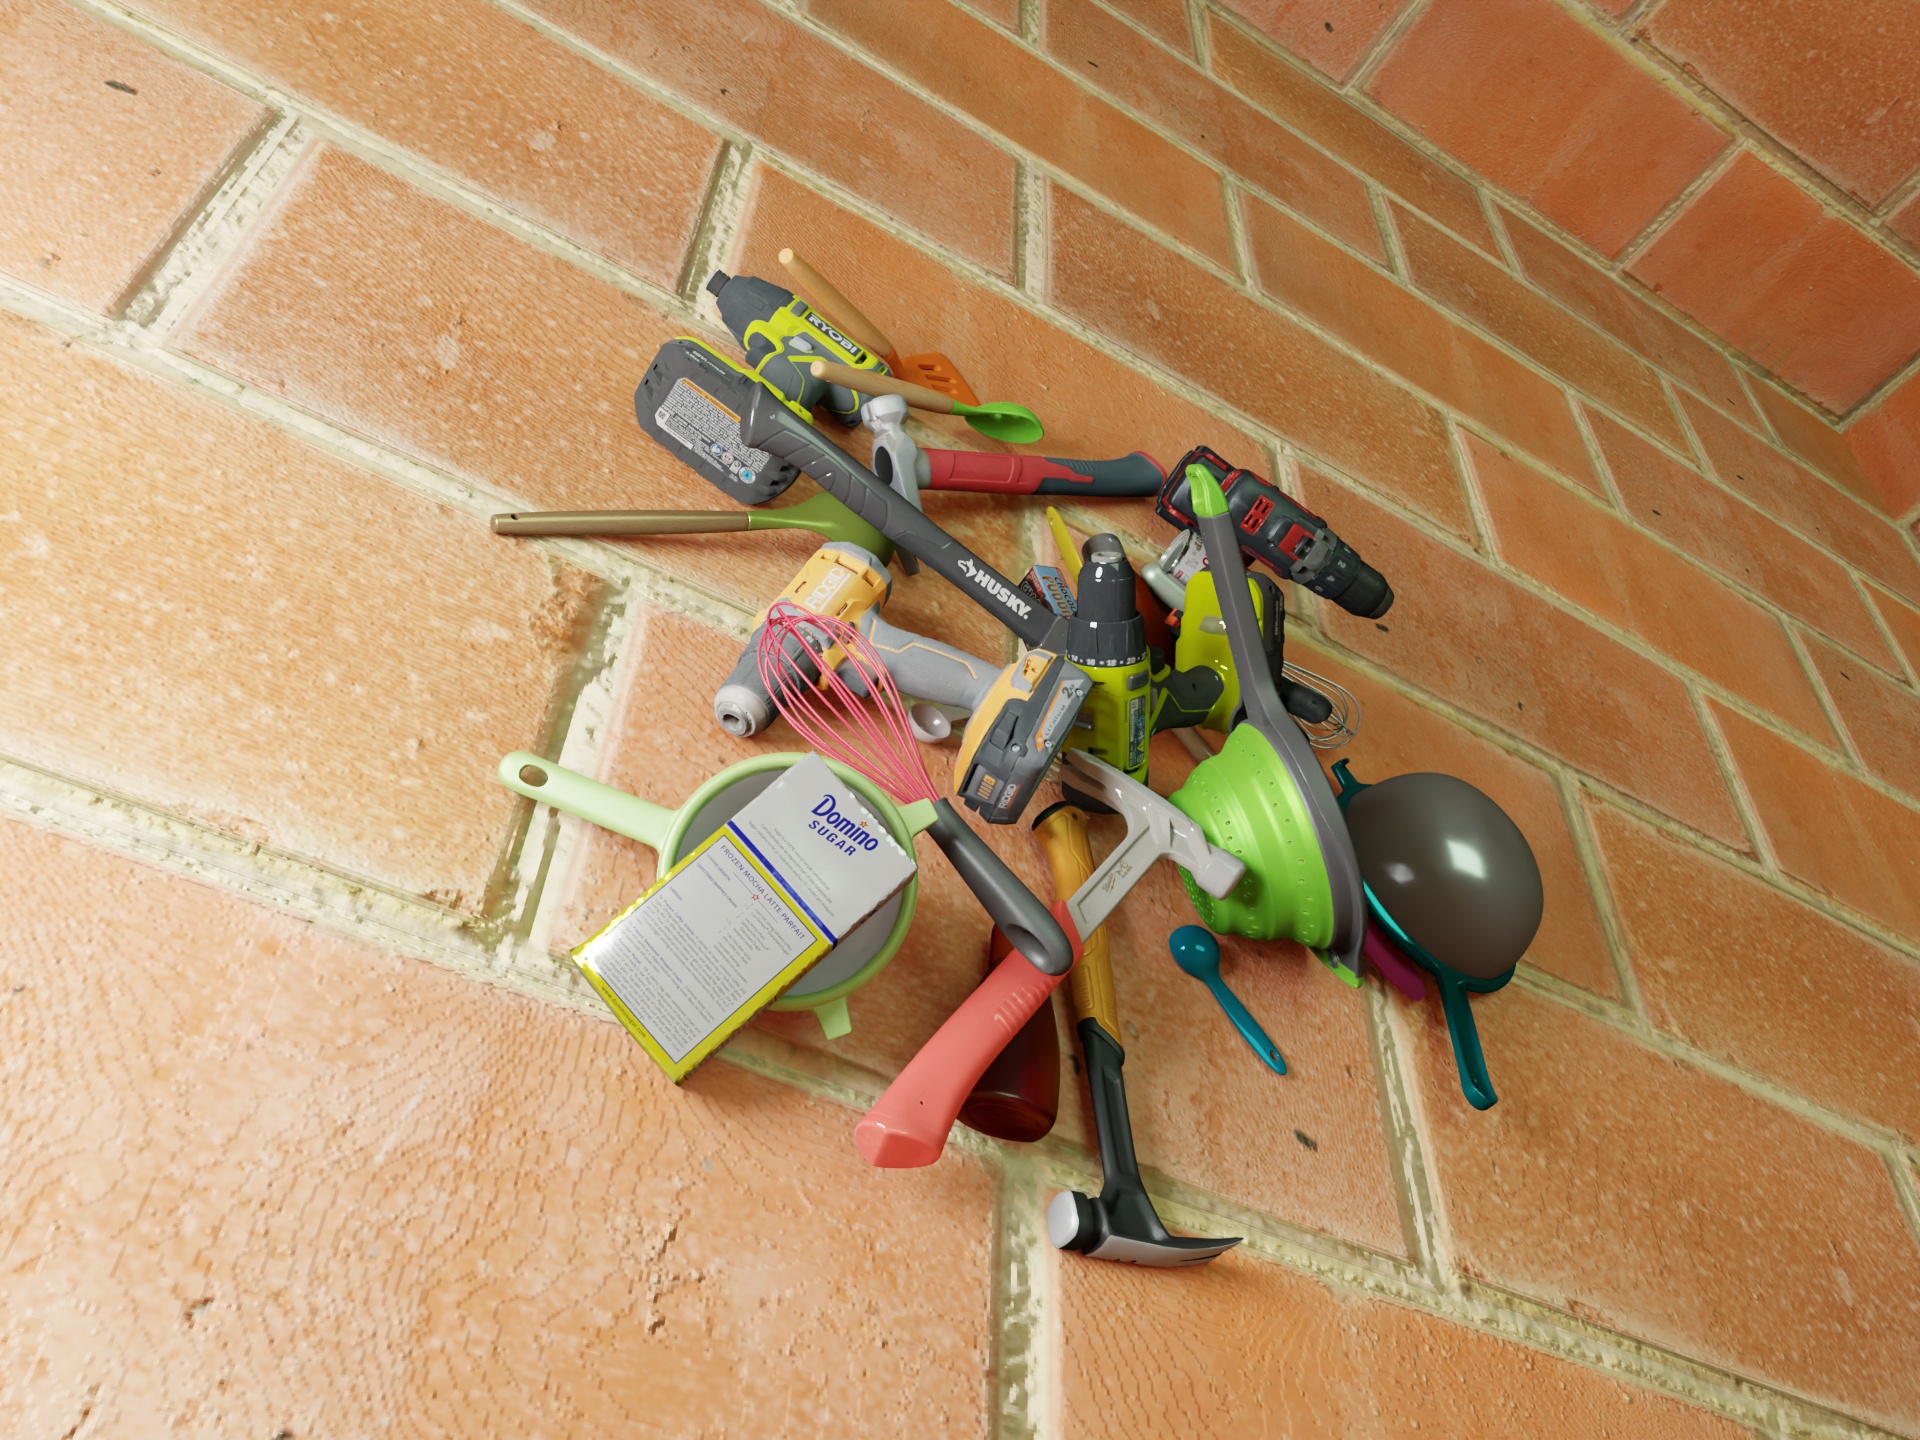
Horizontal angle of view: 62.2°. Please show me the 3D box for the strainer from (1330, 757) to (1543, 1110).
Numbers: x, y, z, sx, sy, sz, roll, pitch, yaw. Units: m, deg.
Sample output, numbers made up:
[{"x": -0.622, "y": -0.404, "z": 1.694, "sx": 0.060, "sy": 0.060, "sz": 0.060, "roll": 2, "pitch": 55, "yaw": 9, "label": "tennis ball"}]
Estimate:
[{"x": 0.419, "y": 0.158, "z": 1.299, "sx": 0.211, "sy": 0.095, "sz": 0.341, "roll": 30, "pitch": 35, "yaw": -19, "label": "strainer"}]

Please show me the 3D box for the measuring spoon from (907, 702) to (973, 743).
[{"x": -0.002, "y": -0.004, "z": 1.190, "sx": 0.034, "sy": 0.018, "sz": 0.124, "roll": 48, "pitch": 32, "yaw": 14, "label": "measuring spoon"}]

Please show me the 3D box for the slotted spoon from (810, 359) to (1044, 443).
[{"x": -0.024, "y": -0.270, "z": 1.338, "sx": 0.313, "sy": 0.070, "sz": 0.031, "roll": -1, "pitch": 93, "yaw": -57, "label": "slotted spoon"}]

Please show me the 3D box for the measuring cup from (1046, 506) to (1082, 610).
[{"x": 0.090, "y": -0.115, "z": 1.329, "sx": 0.029, "sy": 0.062, "sz": 0.157, "roll": -9, "pitch": 62, "yaw": -22, "label": "measuring cup"}]

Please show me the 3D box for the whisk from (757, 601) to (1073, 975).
[{"x": -0.030, "y": 0.040, "z": 0.982, "sx": 0.296, "sy": 0.073, "sz": 0.073, "roll": 50, "pitch": 39, "yaw": 13, "label": "whisk"}]

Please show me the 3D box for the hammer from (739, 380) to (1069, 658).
[{"x": -0.023, "y": -0.139, "z": 1.186, "sx": 0.334, "sy": 0.035, "sz": 0.146, "roll": 36, "pitch": 74, "yaw": -17, "label": "hammer"}]

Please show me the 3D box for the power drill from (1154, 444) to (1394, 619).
[{"x": 0.284, "y": -0.168, "z": 1.448, "sx": 0.187, "sy": 0.080, "sz": 0.227, "roll": 32, "pitch": 8, "yaw": -16, "label": "power drill"}]

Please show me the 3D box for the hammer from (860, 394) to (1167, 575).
[{"x": 0.067, "y": -0.201, "z": 1.402, "sx": 0.386, "sy": 0.038, "sz": 0.143, "roll": -7, "pitch": 81, "yaw": -49, "label": "hammer"}]

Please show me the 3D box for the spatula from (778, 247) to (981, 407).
[{"x": -0.068, "y": -0.334, "z": 1.364, "sx": 0.081, "sy": 0.041, "sz": 0.322, "roll": 58, "pitch": 13, "yaw": 21, "label": "spatula"}]

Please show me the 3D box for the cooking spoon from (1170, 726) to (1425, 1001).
[{"x": 0.268, "y": 0.103, "z": 1.303, "sx": 0.319, "sy": 0.017, "sz": 0.069, "roll": 50, "pitch": 27, "yaw": 11, "label": "cooking spoon"}]

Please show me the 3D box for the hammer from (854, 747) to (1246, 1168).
[{"x": 0.043, "y": 0.144, "z": 0.993, "sx": 0.149, "sy": 0.036, "sz": 0.359, "roll": 34, "pitch": 43, "yaw": 15, "label": "hammer"}]

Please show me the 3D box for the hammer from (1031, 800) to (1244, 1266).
[{"x": 0.097, "y": 0.195, "z": 1.059, "sx": 0.127, "sy": 0.034, "sz": 0.337, "roll": 17, "pitch": 44, "yaw": -26, "label": "hammer"}]

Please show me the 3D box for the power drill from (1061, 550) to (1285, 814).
[{"x": 0.159, "y": -0.048, "z": 1.226, "sx": 0.080, "sy": 0.190, "sz": 0.228, "roll": 14, "pitch": 23, "yaw": 39, "label": "power drill"}]

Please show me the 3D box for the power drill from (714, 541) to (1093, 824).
[{"x": -0.043, "y": -0.017, "z": 1.093, "sx": 0.226, "sy": 0.084, "sz": 0.185, "roll": 29, "pitch": 45, "yaw": 6, "label": "power drill"}]

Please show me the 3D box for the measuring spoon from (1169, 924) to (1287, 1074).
[{"x": 0.200, "y": 0.199, "z": 1.150, "sx": 0.042, "sy": 0.021, "sz": 0.129, "roll": -16, "pitch": 63, "yaw": -47, "label": "measuring spoon"}]

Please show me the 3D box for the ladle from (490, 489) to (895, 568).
[{"x": -0.183, "y": -0.135, "z": 1.149, "sx": 0.320, "sy": 0.062, "sz": 0.078, "roll": -6, "pitch": 57, "yaw": -35, "label": "ladle"}]

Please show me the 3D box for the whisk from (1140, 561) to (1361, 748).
[{"x": 0.257, "y": -0.060, "z": 1.414, "sx": 0.246, "sy": 0.059, "sz": 0.058, "roll": 38, "pitch": 12, "yaw": -8, "label": "whisk"}]

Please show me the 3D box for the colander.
[{"x": 0.189, "y": 0.017, "z": 1.152, "sx": 0.205, "sy": 0.094, "sz": 0.397, "roll": -130, "pitch": -157, "yaw": -76, "label": "colander"}]

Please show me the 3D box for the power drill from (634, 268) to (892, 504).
[{"x": -0.162, "y": -0.276, "z": 1.269, "sx": 0.171, "sy": 0.080, "sz": 0.223, "roll": 36, "pitch": 34, "yaw": -7, "label": "power drill"}]

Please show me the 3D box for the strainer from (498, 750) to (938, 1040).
[{"x": -0.151, "y": 0.080, "z": 0.947, "sx": 0.256, "sy": 0.069, "sz": 0.151, "roll": 22, "pitch": 74, "yaw": 2, "label": "strainer"}]
